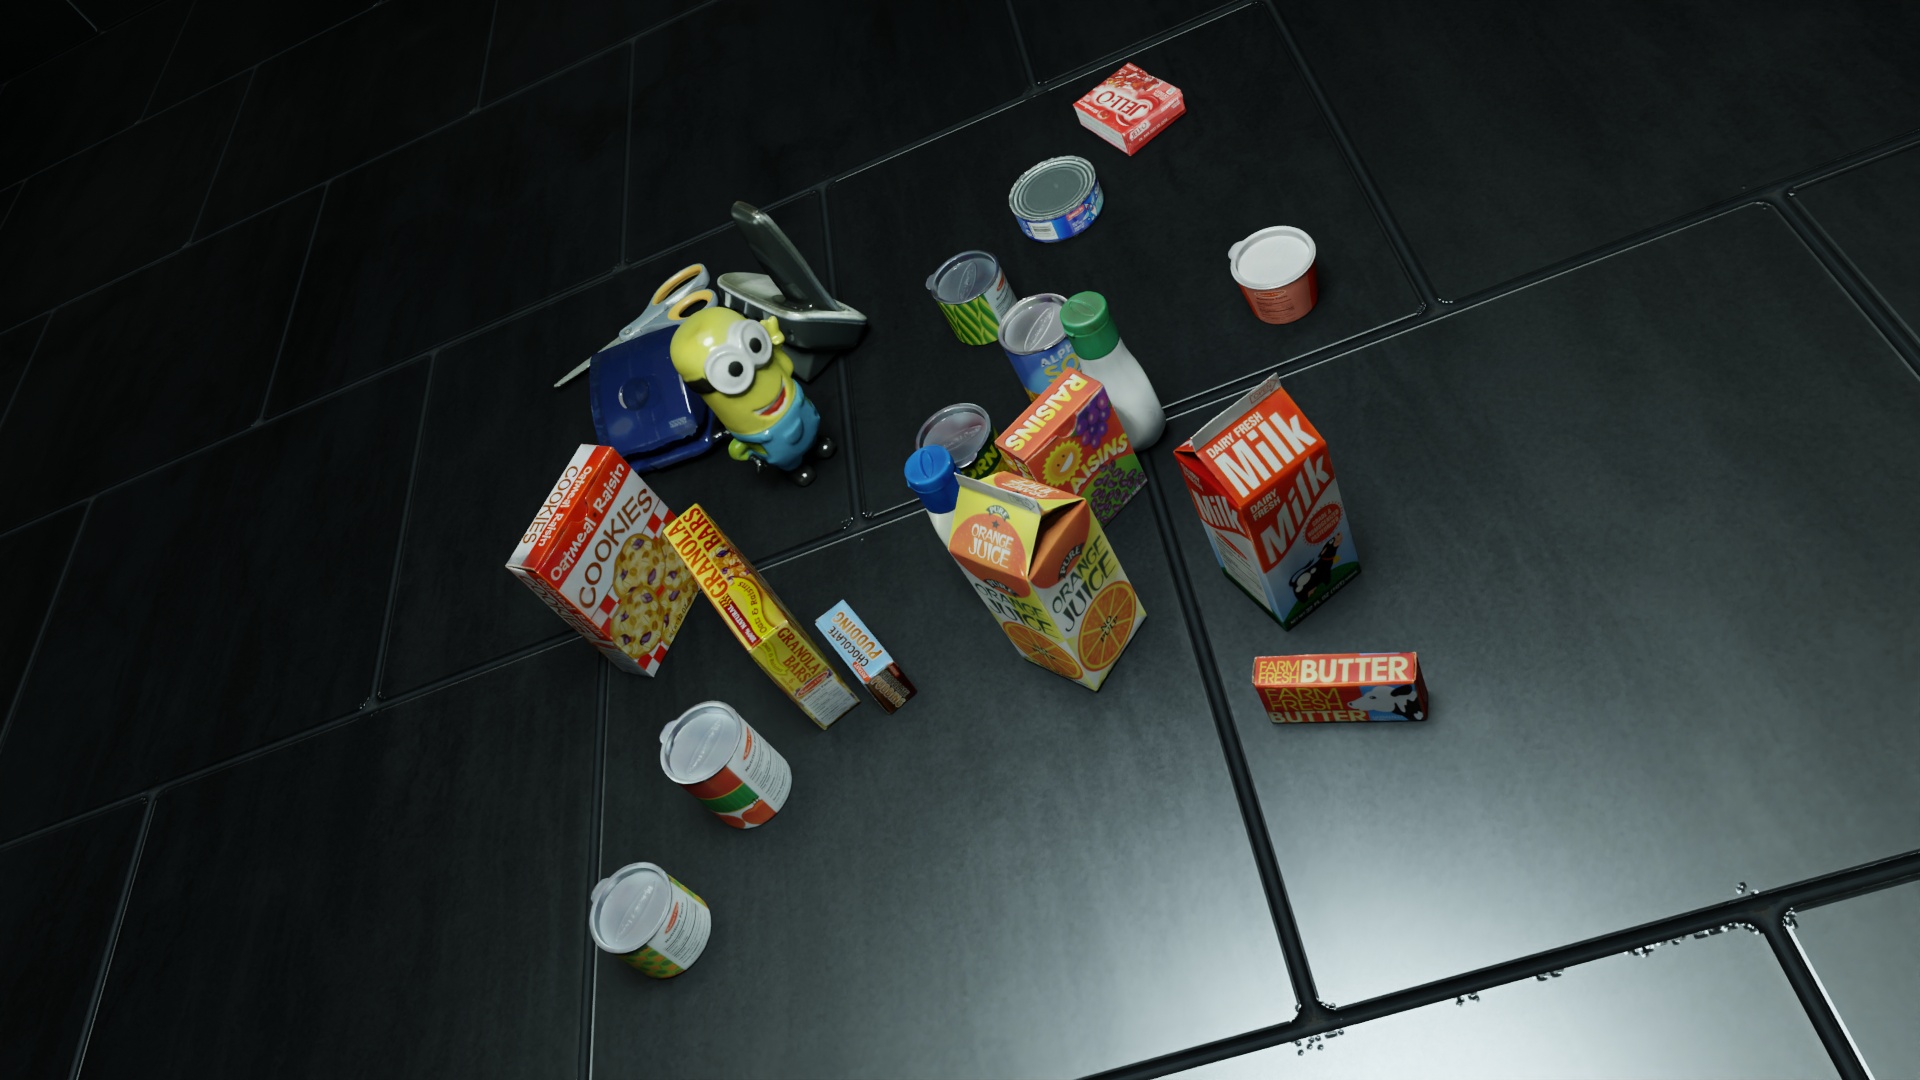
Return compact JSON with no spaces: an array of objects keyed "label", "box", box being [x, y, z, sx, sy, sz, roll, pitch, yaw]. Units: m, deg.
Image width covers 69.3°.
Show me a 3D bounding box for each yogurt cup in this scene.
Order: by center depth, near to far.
[{"label":"yogurt cup","box":[0.260,-0.214,1.135,0.072,0.053,0.073,-14,50,17]}]

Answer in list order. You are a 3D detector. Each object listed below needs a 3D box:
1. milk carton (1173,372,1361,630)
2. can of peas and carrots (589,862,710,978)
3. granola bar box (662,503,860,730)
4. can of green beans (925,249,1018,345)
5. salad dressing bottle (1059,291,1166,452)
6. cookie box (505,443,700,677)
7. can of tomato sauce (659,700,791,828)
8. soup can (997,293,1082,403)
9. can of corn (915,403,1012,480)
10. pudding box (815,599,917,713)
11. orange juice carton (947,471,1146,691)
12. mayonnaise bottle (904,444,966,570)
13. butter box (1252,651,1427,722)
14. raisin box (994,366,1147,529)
[{"label":"milk carton","box":[0.203,-0.030,0.928,0.072,0.190,0.074,-38,47,-4]},{"label":"can of peas and carrots","box":[-0.223,0.272,0.996,0.071,0.058,0.071,-14,50,17]},{"label":"granola bar box","box":[-0.157,0.059,1.084,0.039,0.123,0.166,-40,48,-6]},{"label":"can of green beans","box":[0.014,-0.220,1.260,0.071,0.057,0.071,-14,50,17]},{"label":"salad dressing bottle","box":[0.117,-0.129,1.077,0.044,0.147,0.064,-44,48,-9]},{"label":"cookie box","box":[-0.283,0.018,1.150,0.040,0.166,0.123,6,59,31]},{"label":"can of tomato sauce","box":[-0.175,0.169,1.036,0.071,0.082,0.071,-14,50,17]},{"label":"soup can","box":[0.078,-0.153,1.158,0.071,0.083,0.072,-14,50,17]},{"label":"can of corn","box":[0.005,-0.068,1.146,0.071,0.058,0.071,-14,50,17]},{"label":"pudding box","box":[-0.073,0.089,1.069,0.030,0.049,0.084,-39,48,-5]},{"label":"orange juice carton","box":[0.057,0.019,0.962,0.072,0.192,0.073,22,67,37]},{"label":"mayonnaise bottle","box":[0.004,-0.013,1.043,0.041,0.147,0.065,-23,48,10]},{"label":"butter box","box":[0.246,0.096,0.901,0.103,0.053,0.024,-4,54,24]},{"label":"raisin box","box":[0.086,-0.059,1.054,0.086,0.123,0.040,-45,48,-11]}]
